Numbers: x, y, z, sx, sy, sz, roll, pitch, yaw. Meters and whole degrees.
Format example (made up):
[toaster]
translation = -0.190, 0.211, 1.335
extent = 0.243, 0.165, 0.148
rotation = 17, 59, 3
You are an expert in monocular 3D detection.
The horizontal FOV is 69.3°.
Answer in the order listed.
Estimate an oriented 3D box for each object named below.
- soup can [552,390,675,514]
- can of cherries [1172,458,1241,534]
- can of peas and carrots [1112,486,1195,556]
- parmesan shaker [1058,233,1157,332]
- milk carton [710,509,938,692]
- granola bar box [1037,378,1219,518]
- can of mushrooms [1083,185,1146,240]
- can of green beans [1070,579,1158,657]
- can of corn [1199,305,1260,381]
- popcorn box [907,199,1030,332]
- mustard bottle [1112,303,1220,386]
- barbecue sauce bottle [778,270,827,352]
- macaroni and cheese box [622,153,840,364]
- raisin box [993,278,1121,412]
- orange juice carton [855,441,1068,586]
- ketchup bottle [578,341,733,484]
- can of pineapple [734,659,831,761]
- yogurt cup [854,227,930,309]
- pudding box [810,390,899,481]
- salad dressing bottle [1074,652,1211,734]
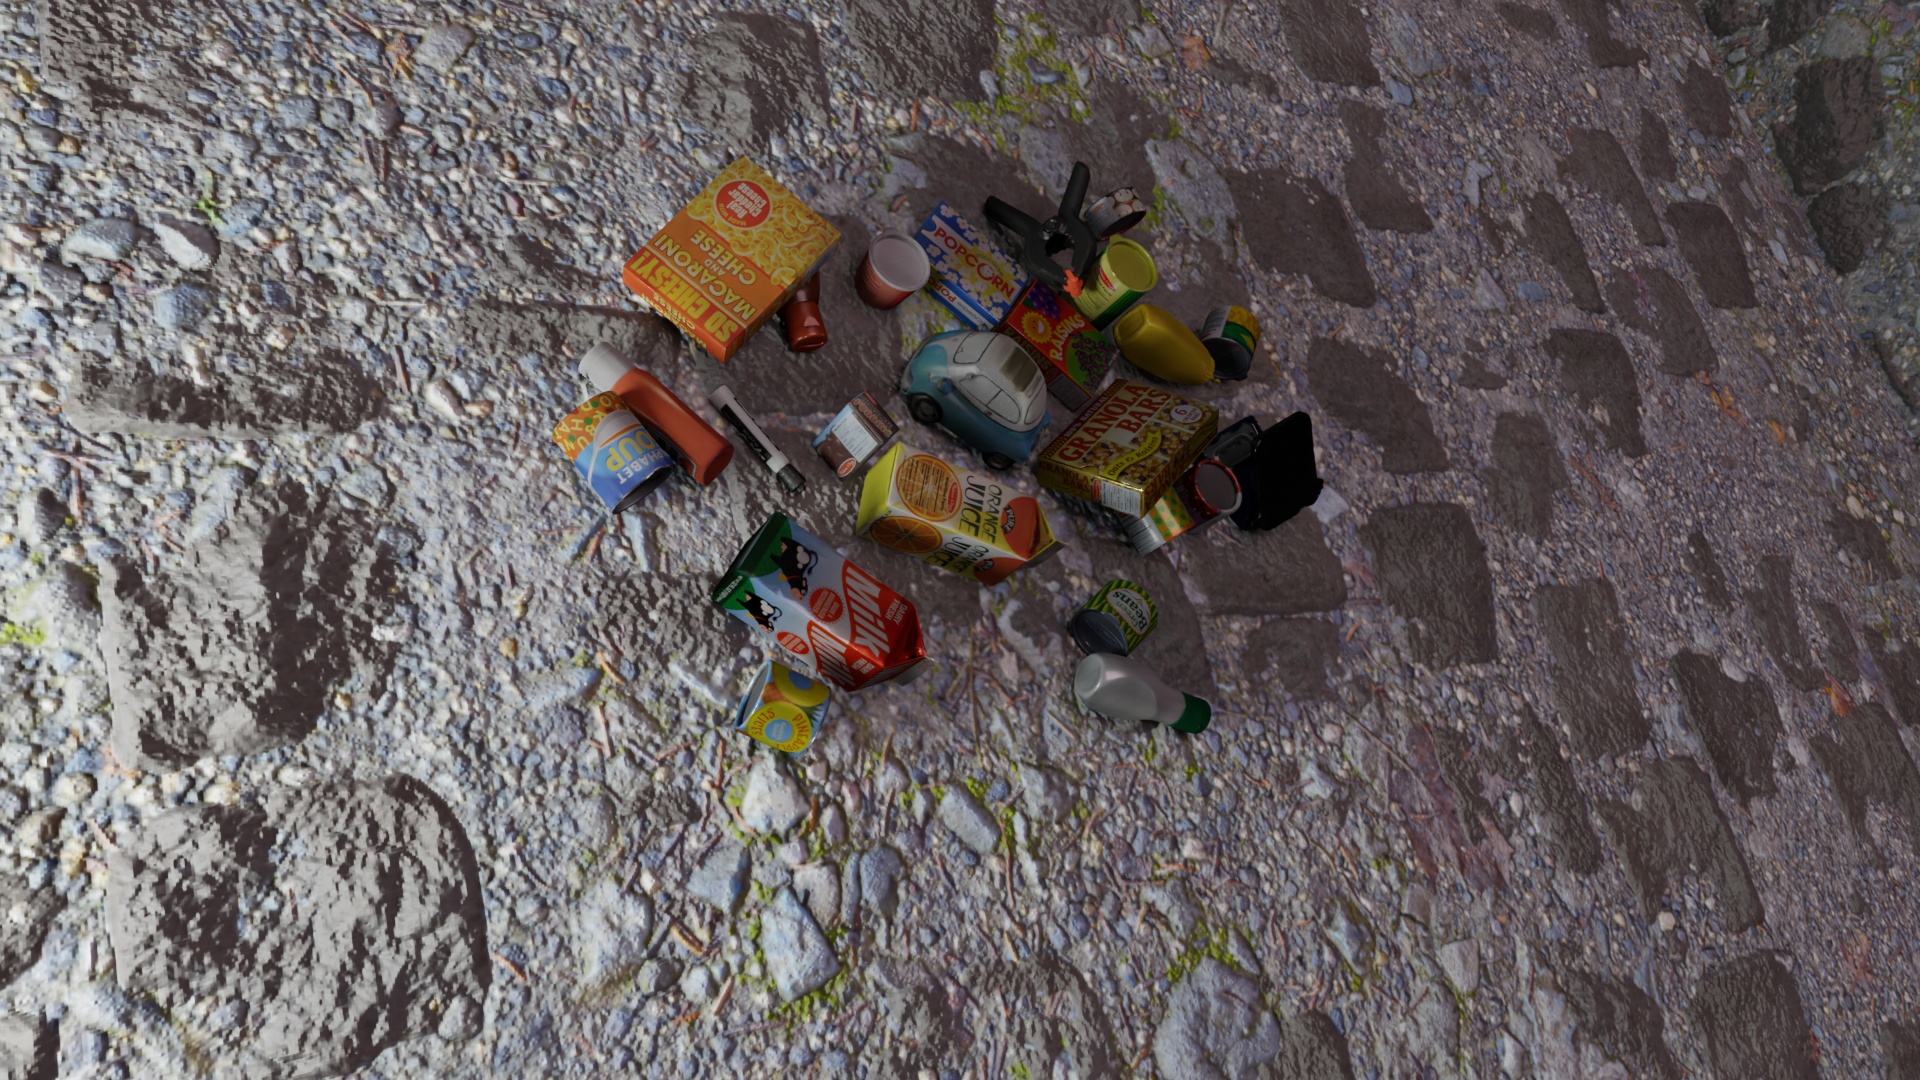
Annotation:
[soup can]
translation = -0.291, -0.076, 1.169
extent = 0.084, 0.071, 0.072
rotation = 51, 52, 0
[can of cherries]
translation = 0.258, -0.049, 1.496
extent = 0.071, 0.058, 0.072
rotation = 13, 62, -26
[can of peas and carrots]
translation = 0.204, -0.025, 1.446
extent = 0.071, 0.070, 0.059
rotation = -28, 84, -37
[parmesan shaker]
translation = 0.157, -0.277, 1.516
extent = 0.071, 0.102, 0.071
rotation = 13, 62, -26
[milk carton]
translation = -0.111, 0.065, 1.209
extent = 0.190, 0.072, 0.074
rotation = 36, 54, -12
[granola bar box]
translation = 0.175, -0.100, 1.439
extent = 0.124, 0.038, 0.166
rotation = 20, 46, 29
[can of mushrooms]
translation = 0.181, -0.377, 1.602
extent = 0.071, 0.070, 0.033
rotation = -22, 81, -36
[can of green beans]
translation = 0.152, 0.080, 1.365
extent = 0.071, 0.071, 0.058
rotation = 51, 52, -1
[can of corn]
translation = 0.311, -0.228, 1.610
extent = 0.071, 0.071, 0.058
rotation = 33, 54, -14
[popcorn box]
translation = 0.003, -0.287, 1.469
extent = 0.126, 0.038, 0.085
rotation = 38, 55, -10
[mustard bottle]
translation = 0.240, -0.209, 1.559
extent = 0.160, 0.065, 0.049
rotation = 25, 42, -40
[barbecue sauce bottle]
translation = -0.165, -0.256, 1.349
extent = 0.065, 0.043, 0.149
rotation = -9, 73, -28
[macaroni and cheese box]
translation = -0.212, -0.262, 1.294
extent = 0.124, 0.040, 0.167
rotation = 39, 68, 2
[raisin box]
translation = 0.103, -0.211, 1.492
extent = 0.123, 0.040, 0.086
rotation = 40, 53, -10
[orange juice carton]
translation = 0.005, -0.017, 1.319
extent = 0.193, 0.071, 0.073
rotation = 21, 58, -21
[ketchup bottle]
translation = -0.266, -0.113, 1.211
extent = 0.149, 0.064, 0.043
rotation = 41, 76, 3
[can of pineapple]
translation = -0.148, 0.141, 1.154
extent = 0.058, 0.070, 0.071
rotation = 27, 56, -17
[yogurt cup]
translation = -0.072, -0.270, 1.406
extent = 0.072, 0.053, 0.072
rotation = 13, 62, -26
[pudding box]
translation = -0.099, -0.096, 1.288
extent = 0.049, 0.083, 0.030
rotation = 49, 50, -2
[salad dressing bottle]
translation = 0.180, 0.153, 1.354
extent = 0.147, 0.064, 0.044
rotation = 23, 38, -30
